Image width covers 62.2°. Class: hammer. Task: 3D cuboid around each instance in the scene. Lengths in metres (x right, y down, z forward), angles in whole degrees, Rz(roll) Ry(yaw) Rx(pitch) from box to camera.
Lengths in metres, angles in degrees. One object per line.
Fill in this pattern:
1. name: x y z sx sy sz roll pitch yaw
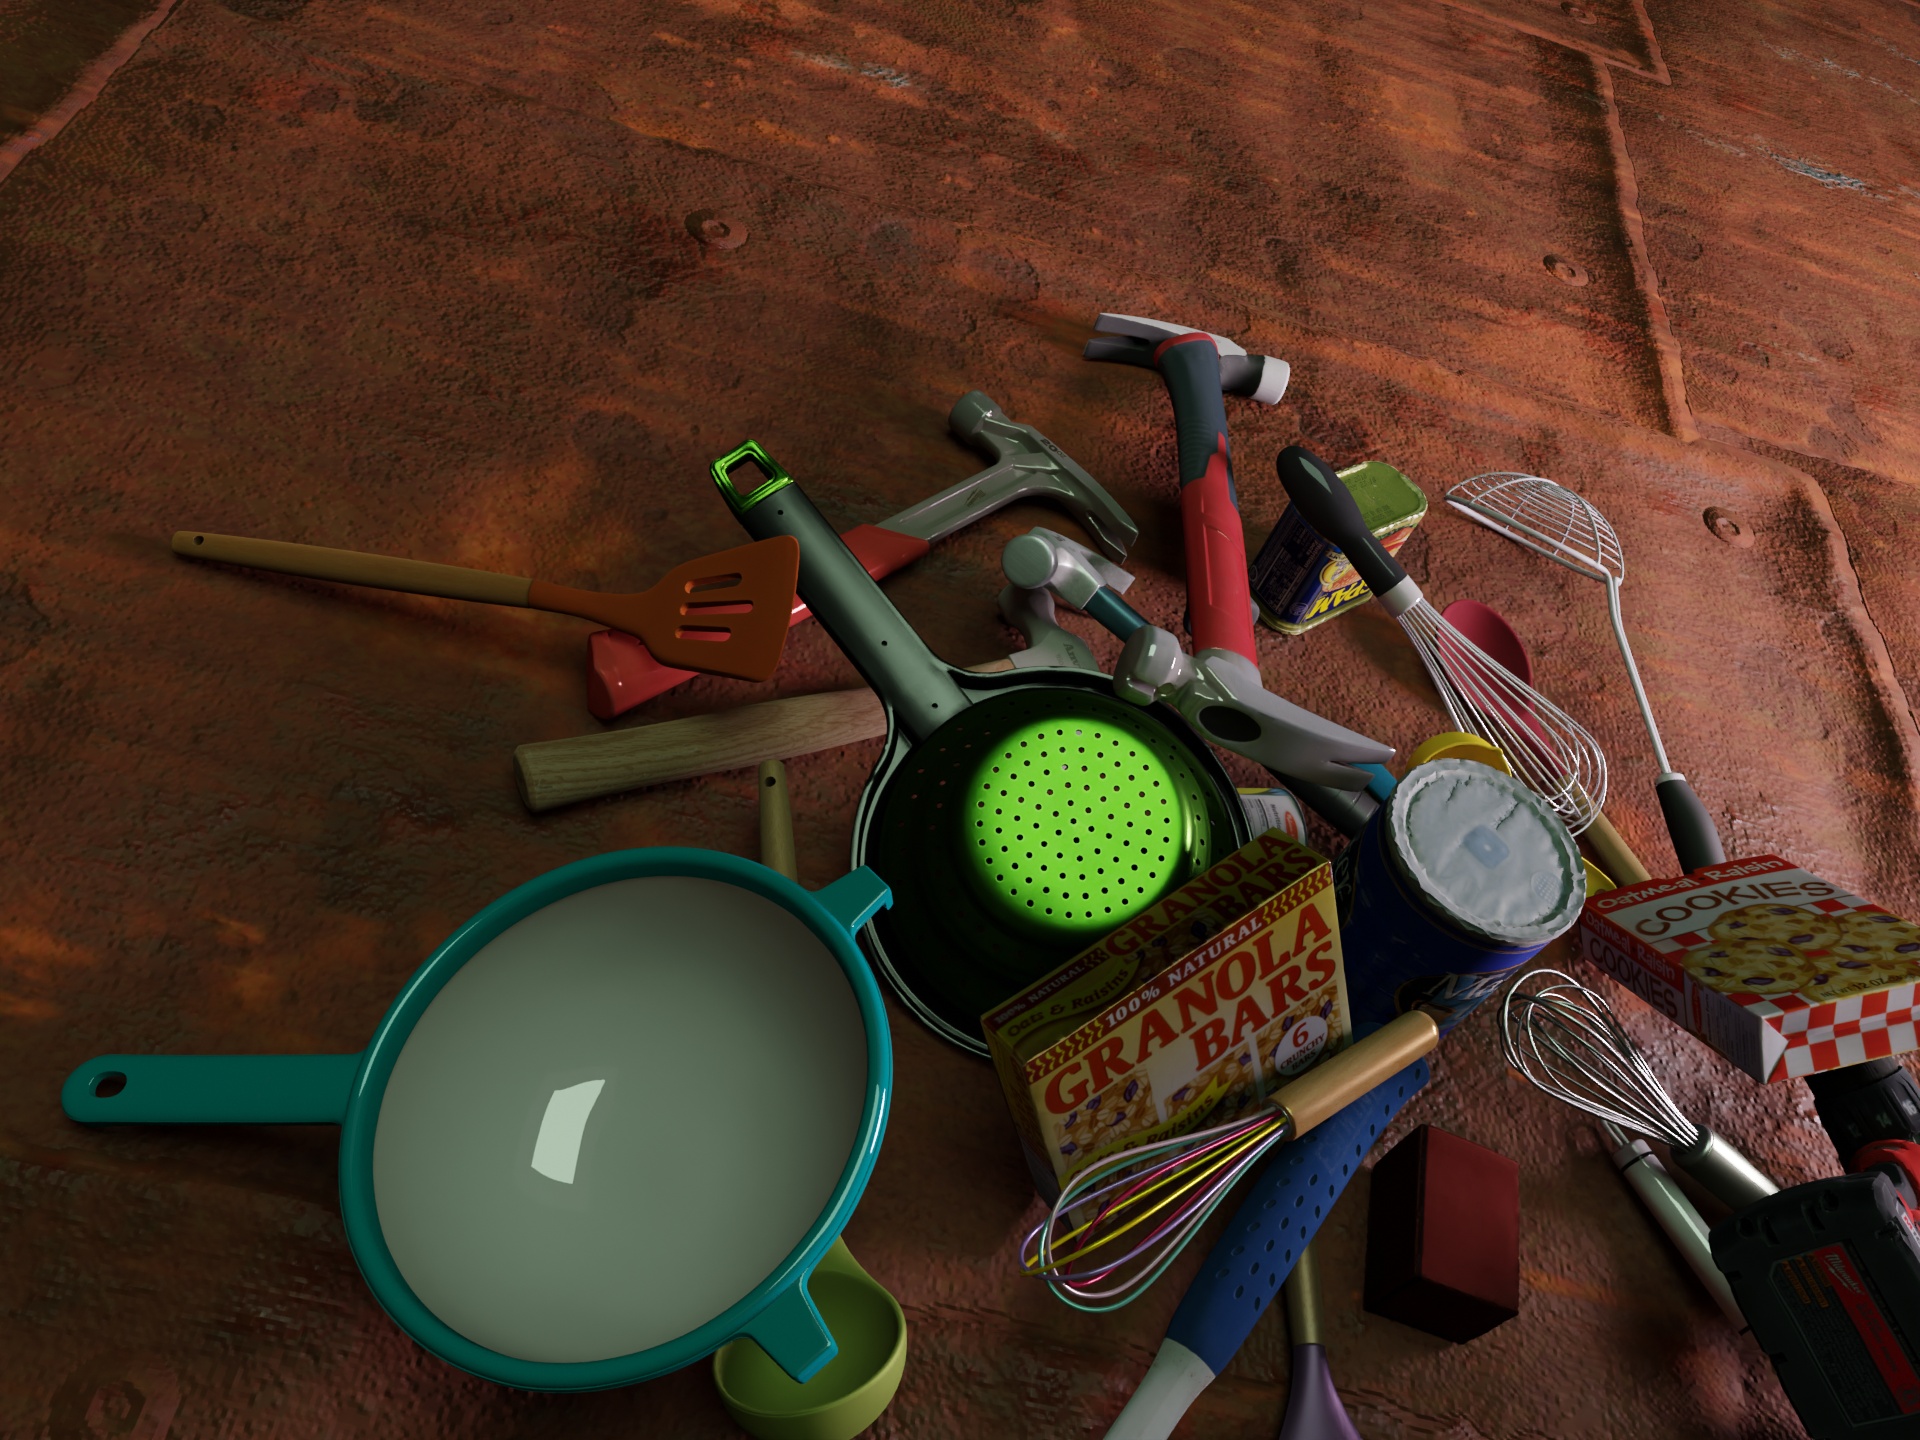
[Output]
1. hammer: 0.163 0.004 0.899 0.331 0.033 0.128 40 14 5
2. hammer: 0.156 -0.114 0.908 0.143 0.038 0.387 23 38 -13
3. hammer: -0.058 -0.085 0.918 0.359 0.036 0.149 -32 69 -36
4. hammer: 0.150 -0.163 1.020 0.146 0.035 0.335 15 40 -8
5. hammer: 0.086 0.273 0.670 0.144 0.035 0.405 38 54 13
6. hammer: -0.069 0.002 0.849 0.331 0.031 0.130 -12 58 -26

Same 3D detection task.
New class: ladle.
1. ladle: 0.382 0.056 0.968 0.069 0.031 0.316 -15 61 -24
2. ladle: -0.075 0.149 0.700 0.078 0.062 0.320 -9 58 1

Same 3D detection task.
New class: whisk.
1. whisk: 0.276 -0.047 0.931 0.284 0.070 0.070 51 52 0
2. whisk: 0.127 0.186 0.698 0.245 0.047 0.051 -22 51 -30
3. whisk: 0.360 0.207 0.795 0.246 0.058 0.059 38 66 -12

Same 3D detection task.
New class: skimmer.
1. skimmer: 0.406 -0.006 1.017 0.127 0.090 0.364 17 55 -45

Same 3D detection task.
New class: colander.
1. colander: -0.001 -0.002 0.773 0.204 0.094 0.397 -36 77 -13

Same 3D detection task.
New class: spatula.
1. spatula: -0.242 -0.072 0.805 0.322 0.041 0.081 8 70 1
2. spatula: 0.160 0.263 0.732 0.059 0.018 0.316 10 52 -12

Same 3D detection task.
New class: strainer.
1. strainer: 0.392 0.304 0.769 0.086 0.050 0.259 8 41 -42
2. strainer: -0.185 0.164 0.636 0.340 0.095 0.211 -2 54 11

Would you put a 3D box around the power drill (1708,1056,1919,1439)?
1. power drill: 0.439 0.234 0.764 0.226 0.080 0.188 -5 65 -50

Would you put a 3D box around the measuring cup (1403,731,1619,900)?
1. measuring cup: 0.317 0.061 0.908 0.156 0.062 0.029 35 17 -15

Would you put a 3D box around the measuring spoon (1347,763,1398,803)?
1. measuring spoon: 0.270 0.052 0.933 0.042 0.021 0.129 -29 69 -35
